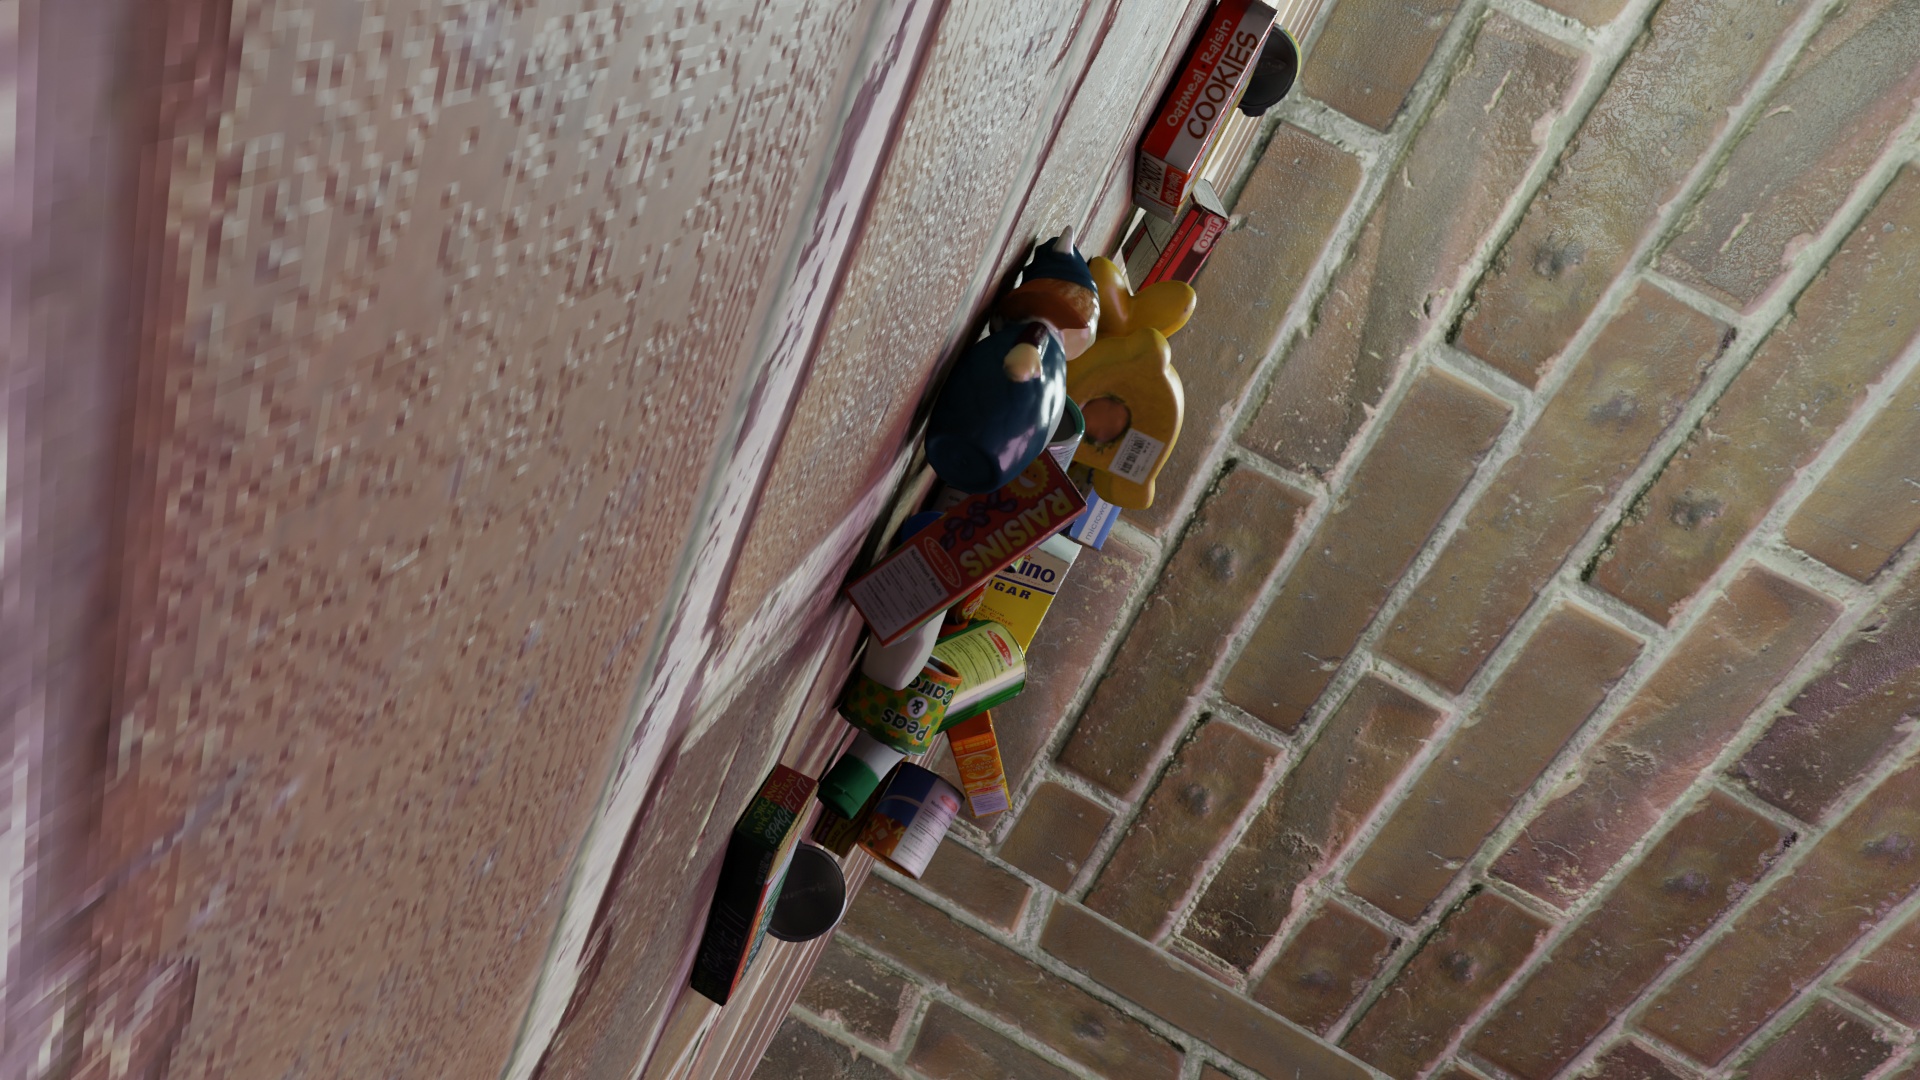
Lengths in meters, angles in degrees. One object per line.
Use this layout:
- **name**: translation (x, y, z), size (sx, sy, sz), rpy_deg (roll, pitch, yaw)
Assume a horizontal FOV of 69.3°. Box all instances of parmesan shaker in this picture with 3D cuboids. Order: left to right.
- **parmesan shaker**: translation (-0.011, 0.105, 1.057), size (0.103, 0.071, 0.071), rpy_deg (-20, 147, -38)

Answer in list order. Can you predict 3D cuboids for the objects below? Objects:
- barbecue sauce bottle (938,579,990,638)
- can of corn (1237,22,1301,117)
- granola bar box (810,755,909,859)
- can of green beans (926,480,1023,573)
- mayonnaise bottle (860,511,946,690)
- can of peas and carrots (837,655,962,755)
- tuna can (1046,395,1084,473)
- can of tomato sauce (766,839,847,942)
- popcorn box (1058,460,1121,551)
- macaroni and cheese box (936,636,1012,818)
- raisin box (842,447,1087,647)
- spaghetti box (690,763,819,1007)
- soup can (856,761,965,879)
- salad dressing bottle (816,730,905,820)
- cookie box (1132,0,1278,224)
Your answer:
- **barbecue sauce bottle**: translation (-0.002, 0.038, 1.100), size (0.065, 0.044, 0.148), rpy_deg (-54, 173, -23)
- **can of corn**: translation (0.238, -0.379, 1.112), size (0.071, 0.071, 0.058), rpy_deg (-64, 175, 27)
- **granola bar box**: translation (-0.074, 0.204, 1.299), size (0.165, 0.039, 0.124), rpy_deg (-62, 174, 4)
- **can of green beans**: translation (0.018, -0.021, 0.839), size (0.058, 0.071, 0.071), rpy_deg (-61, 175, -8)
- **mayonnaise bottle**: translation (-0.027, 0.034, 0.834), size (0.065, 0.041, 0.147), rpy_deg (-61, 174, -31)
- **can of peas and carrots**: translation (-0.039, 0.103, 0.927), size (0.058, 0.071, 0.071), rpy_deg (-63, 175, 3)
- **tuna can**: translation (0.034, -0.064, 0.784), size (0.071, 0.071, 0.032), rpy_deg (-56, 172, -50)
- **can of tomato sauce**: translation (-0.116, 0.252, 0.998), size (0.071, 0.071, 0.083), rpy_deg (-60, 175, -15)
- **popcorn box**: translation (0.106, -0.064, 1.133), size (0.126, 0.038, 0.085), rpy_deg (-63, -147, 4)
- **macaroni and cheese box**: translation (0.006, 0.154, 1.217), size (0.165, 0.040, 0.124), rpy_deg (76, -1, -56)
- **raisin box**: translation (0.005, 0.003, 0.716), size (0.123, 0.040, 0.086), rpy_deg (-35, 175, 3)
- **spaghetti box**: translation (-0.131, 0.221, 0.862), size (0.050, 0.029, 0.248), rpy_deg (-58, 174, -41)
- **soup can**: translation (-0.047, 0.250, 1.245), size (0.084, 0.071, 0.071), rpy_deg (-58, 174, -20)
- **salad dressing bottle**: translation (-0.057, 0.152, 1.096), size (0.148, 0.064, 0.043), rpy_deg (-50, 162, -25)
- **cookie box**: translation (0.169, -0.303, 0.987), size (0.123, 0.040, 0.167), rpy_deg (-62, 176, 4)
